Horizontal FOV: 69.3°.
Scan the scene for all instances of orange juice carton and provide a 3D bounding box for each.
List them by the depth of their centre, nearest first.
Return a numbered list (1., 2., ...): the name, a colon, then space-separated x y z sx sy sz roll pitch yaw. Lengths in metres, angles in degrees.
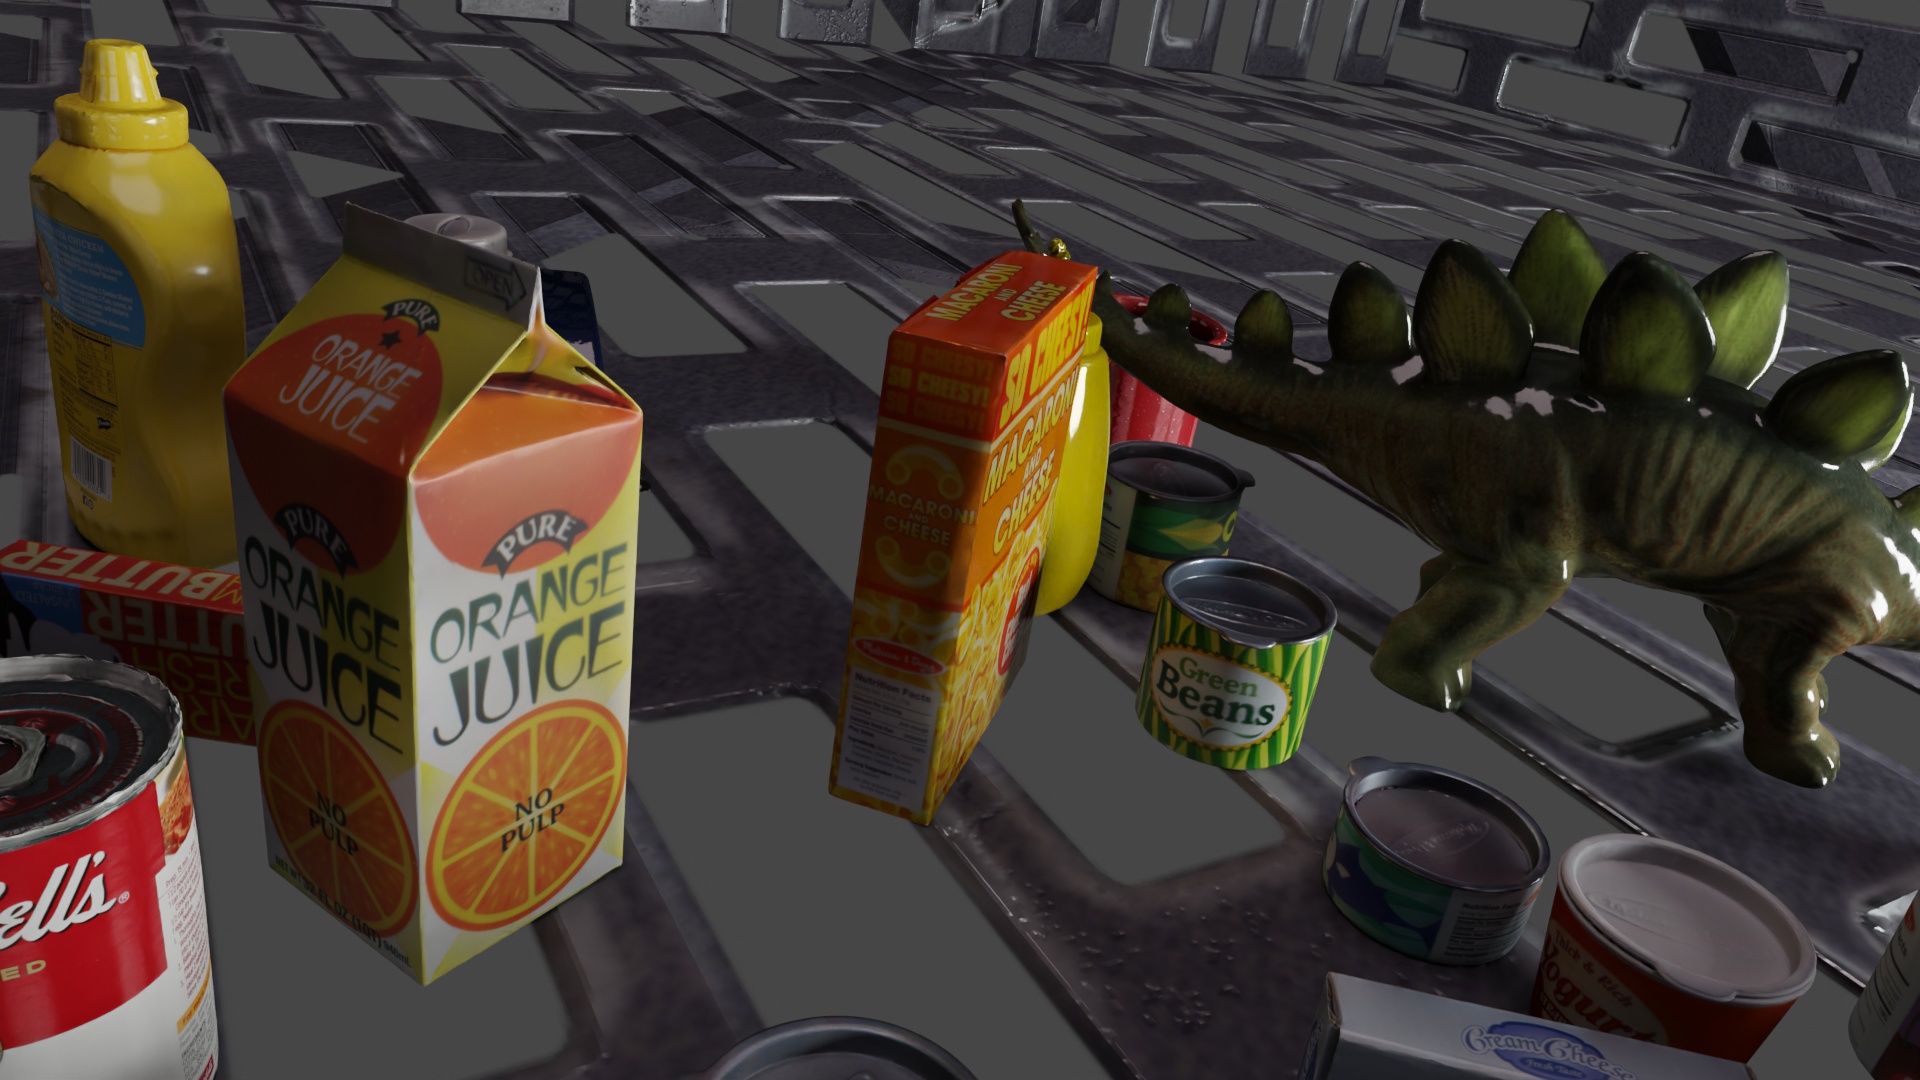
1. orange juice carton: -0.137 0.012 0.369 0.072 0.191 0.073 23 29 27

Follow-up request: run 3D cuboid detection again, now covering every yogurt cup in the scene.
1. yogurt cup: 0.200 0.126 0.401 0.072 0.053 0.073 7 25 -3

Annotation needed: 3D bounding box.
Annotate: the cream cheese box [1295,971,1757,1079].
1. cream cheese box: 0.136 0.145 0.343 0.104 0.053 0.024 11 25 5

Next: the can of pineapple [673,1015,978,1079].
1. can of pineapple: -0.029 0.143 0.288 0.071 0.057 0.071 7 25 -3

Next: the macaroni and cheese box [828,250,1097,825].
1. macaroni and cheese box: 0.002 -0.006 0.481 0.040 0.165 0.124 15 26 13

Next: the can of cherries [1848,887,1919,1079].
1. can of cherries: 0.309 0.139 0.405 0.071 0.058 0.072 7 25 -3

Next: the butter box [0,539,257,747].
1. butter box: -0.256 0.035 0.446 0.103 0.053 0.024 9 25 0

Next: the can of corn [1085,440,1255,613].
1. can of corn: 0.094 -0.006 0.637 0.071 0.058 0.071 7 25 -3

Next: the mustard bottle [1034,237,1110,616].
1. mustard bottle: 0.034 -0.048 0.586 0.065 0.159 0.049 29 32 36

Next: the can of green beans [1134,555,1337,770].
1. can of green beans: 0.104 0.046 0.532 0.071 0.057 0.071 7 25 -3

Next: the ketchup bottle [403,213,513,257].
1. ketchup bottle: -0.188 -0.045 0.523 0.043 0.148 0.065 4 26 -11

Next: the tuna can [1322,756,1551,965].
1. tuna can: 0.153 0.104 0.457 0.071 0.032 0.071 7 25 -3
